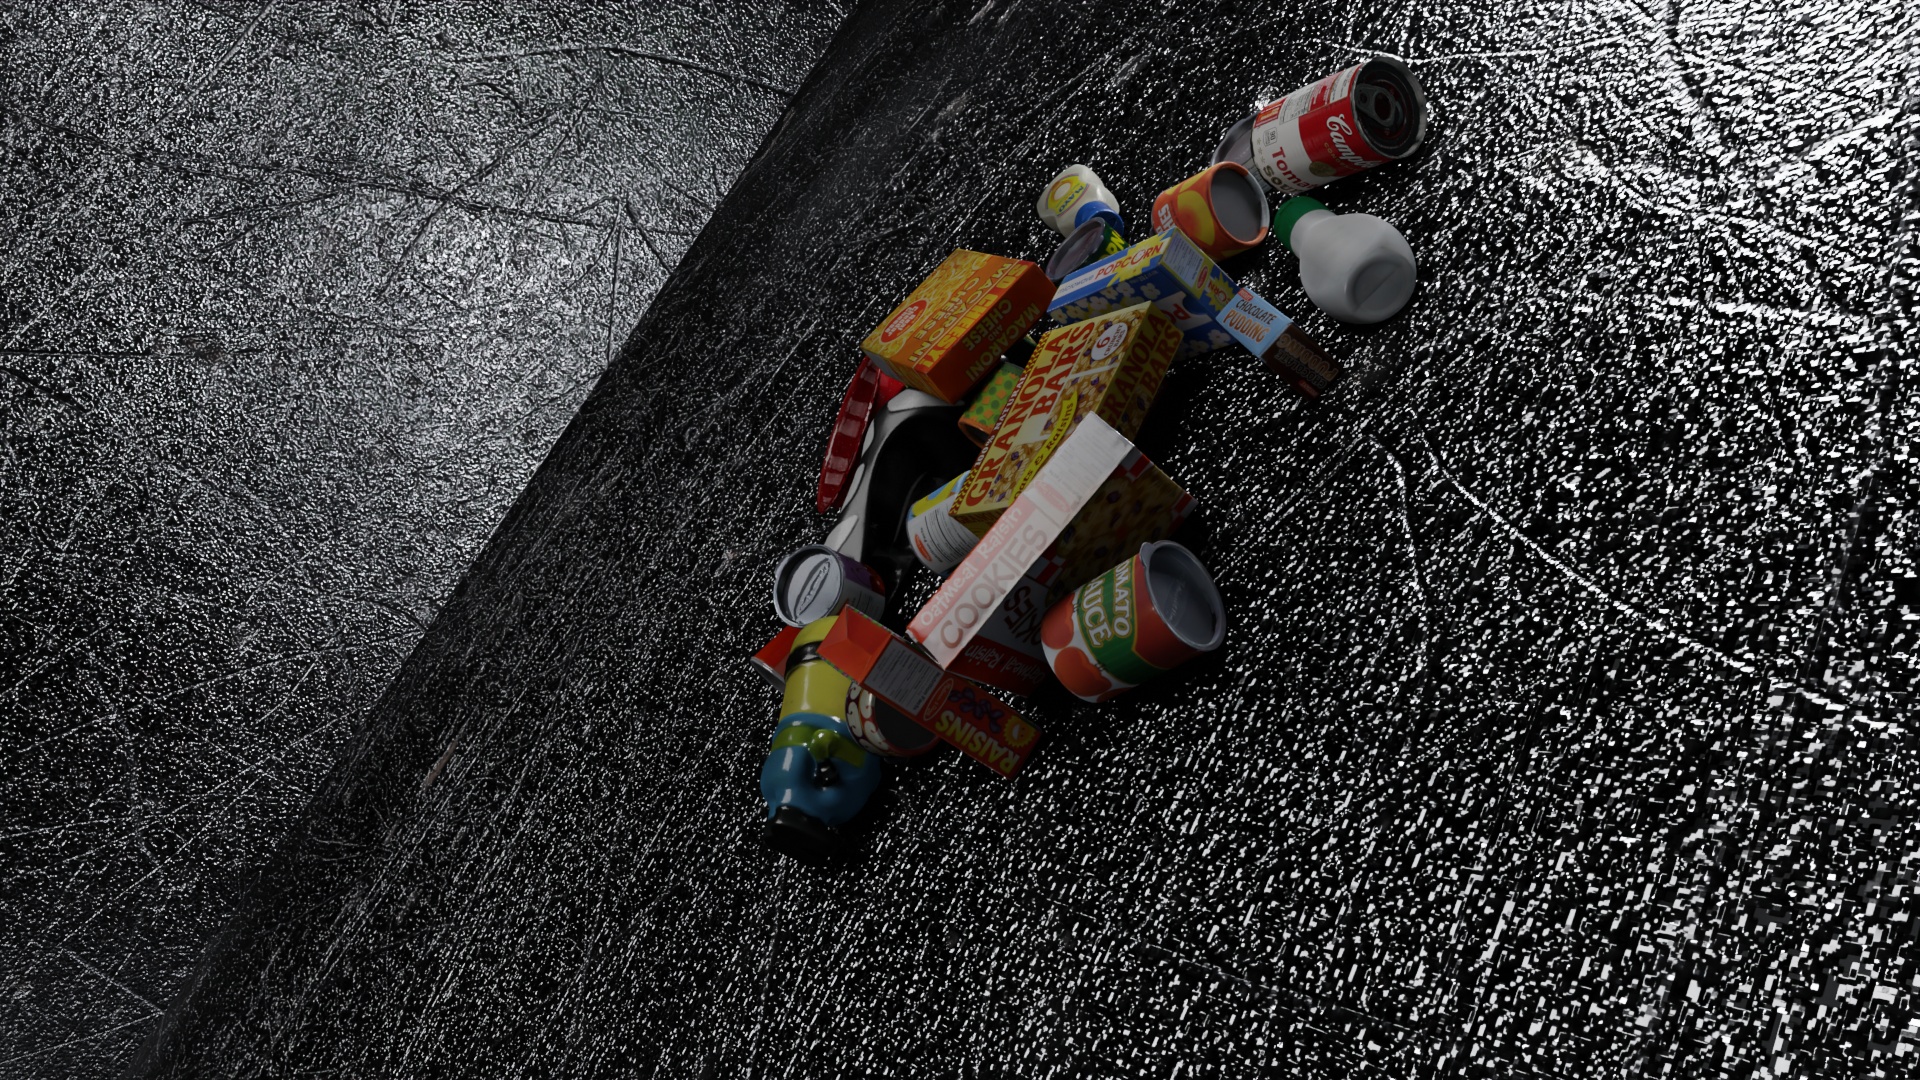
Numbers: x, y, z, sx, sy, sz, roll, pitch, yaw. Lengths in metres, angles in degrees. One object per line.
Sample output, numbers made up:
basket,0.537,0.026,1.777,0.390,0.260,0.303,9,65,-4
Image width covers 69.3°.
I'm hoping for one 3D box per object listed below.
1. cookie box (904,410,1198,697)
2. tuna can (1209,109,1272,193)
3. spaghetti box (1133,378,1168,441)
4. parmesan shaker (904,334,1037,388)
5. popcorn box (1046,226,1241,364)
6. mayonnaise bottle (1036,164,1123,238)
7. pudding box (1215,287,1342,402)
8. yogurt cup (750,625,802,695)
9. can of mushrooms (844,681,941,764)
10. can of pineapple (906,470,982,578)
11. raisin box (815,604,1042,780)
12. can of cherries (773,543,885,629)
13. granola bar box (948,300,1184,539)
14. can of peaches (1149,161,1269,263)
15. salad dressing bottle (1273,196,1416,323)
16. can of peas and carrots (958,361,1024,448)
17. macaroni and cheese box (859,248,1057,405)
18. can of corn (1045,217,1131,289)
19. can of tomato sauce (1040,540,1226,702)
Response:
cookie box,0.057,0.014,0.834,0.167,0.123,0.040,-50,61,6
tuna can,0.226,-0.297,1.067,0.071,0.033,0.071,-40,27,25
spaghetti box,0.064,-0.019,0.978,0.250,0.028,0.050,-58,25,-12
parmesan shaker,0.007,-0.156,1.217,0.103,0.071,0.071,-47,24,12
popcorn box,0.133,-0.165,0.988,0.126,0.085,0.038,-12,45,56
mayonnaise bottle,0.112,-0.299,1.263,0.064,0.041,0.148,-45,24,12
pudding box,0.196,-0.123,0.861,0.030,0.049,0.084,-48,24,13
yogurt cup,-0.127,0.098,1.117,0.054,0.072,0.072,-50,23,-15
can of mushrooms,-0.041,0.116,0.938,0.033,0.071,0.071,-14,45,54
can of pineapple,0.004,-0.013,1.034,0.057,0.071,0.071,-30,33,40
raisin box,-0.019,0.093,0.857,0.040,0.123,0.086,-57,24,-6
can of cherries,-0.101,0.040,1.068,0.071,0.058,0.071,-11,68,30
granola bar box,0.072,-0.080,0.962,0.124,0.039,0.166,-7,50,56
can of peaches,0.182,-0.236,1.019,0.058,0.071,0.071,-16,42,52
salad dressing bottle,0.238,-0.183,0.879,0.064,0.044,0.148,-47,23,17
can of peas and carrots,0.038,-0.098,1.085,0.059,0.071,0.071,-57,24,-9
macaroni and cheese box,-0.003,-0.178,1.132,0.124,0.040,0.167,-46,26,-5
can of corn,0.114,-0.218,1.128,0.071,0.058,0.071,-40,26,25
can of tomato sauce,0.095,0.046,0.783,0.082,0.071,0.071,-33,30,38
